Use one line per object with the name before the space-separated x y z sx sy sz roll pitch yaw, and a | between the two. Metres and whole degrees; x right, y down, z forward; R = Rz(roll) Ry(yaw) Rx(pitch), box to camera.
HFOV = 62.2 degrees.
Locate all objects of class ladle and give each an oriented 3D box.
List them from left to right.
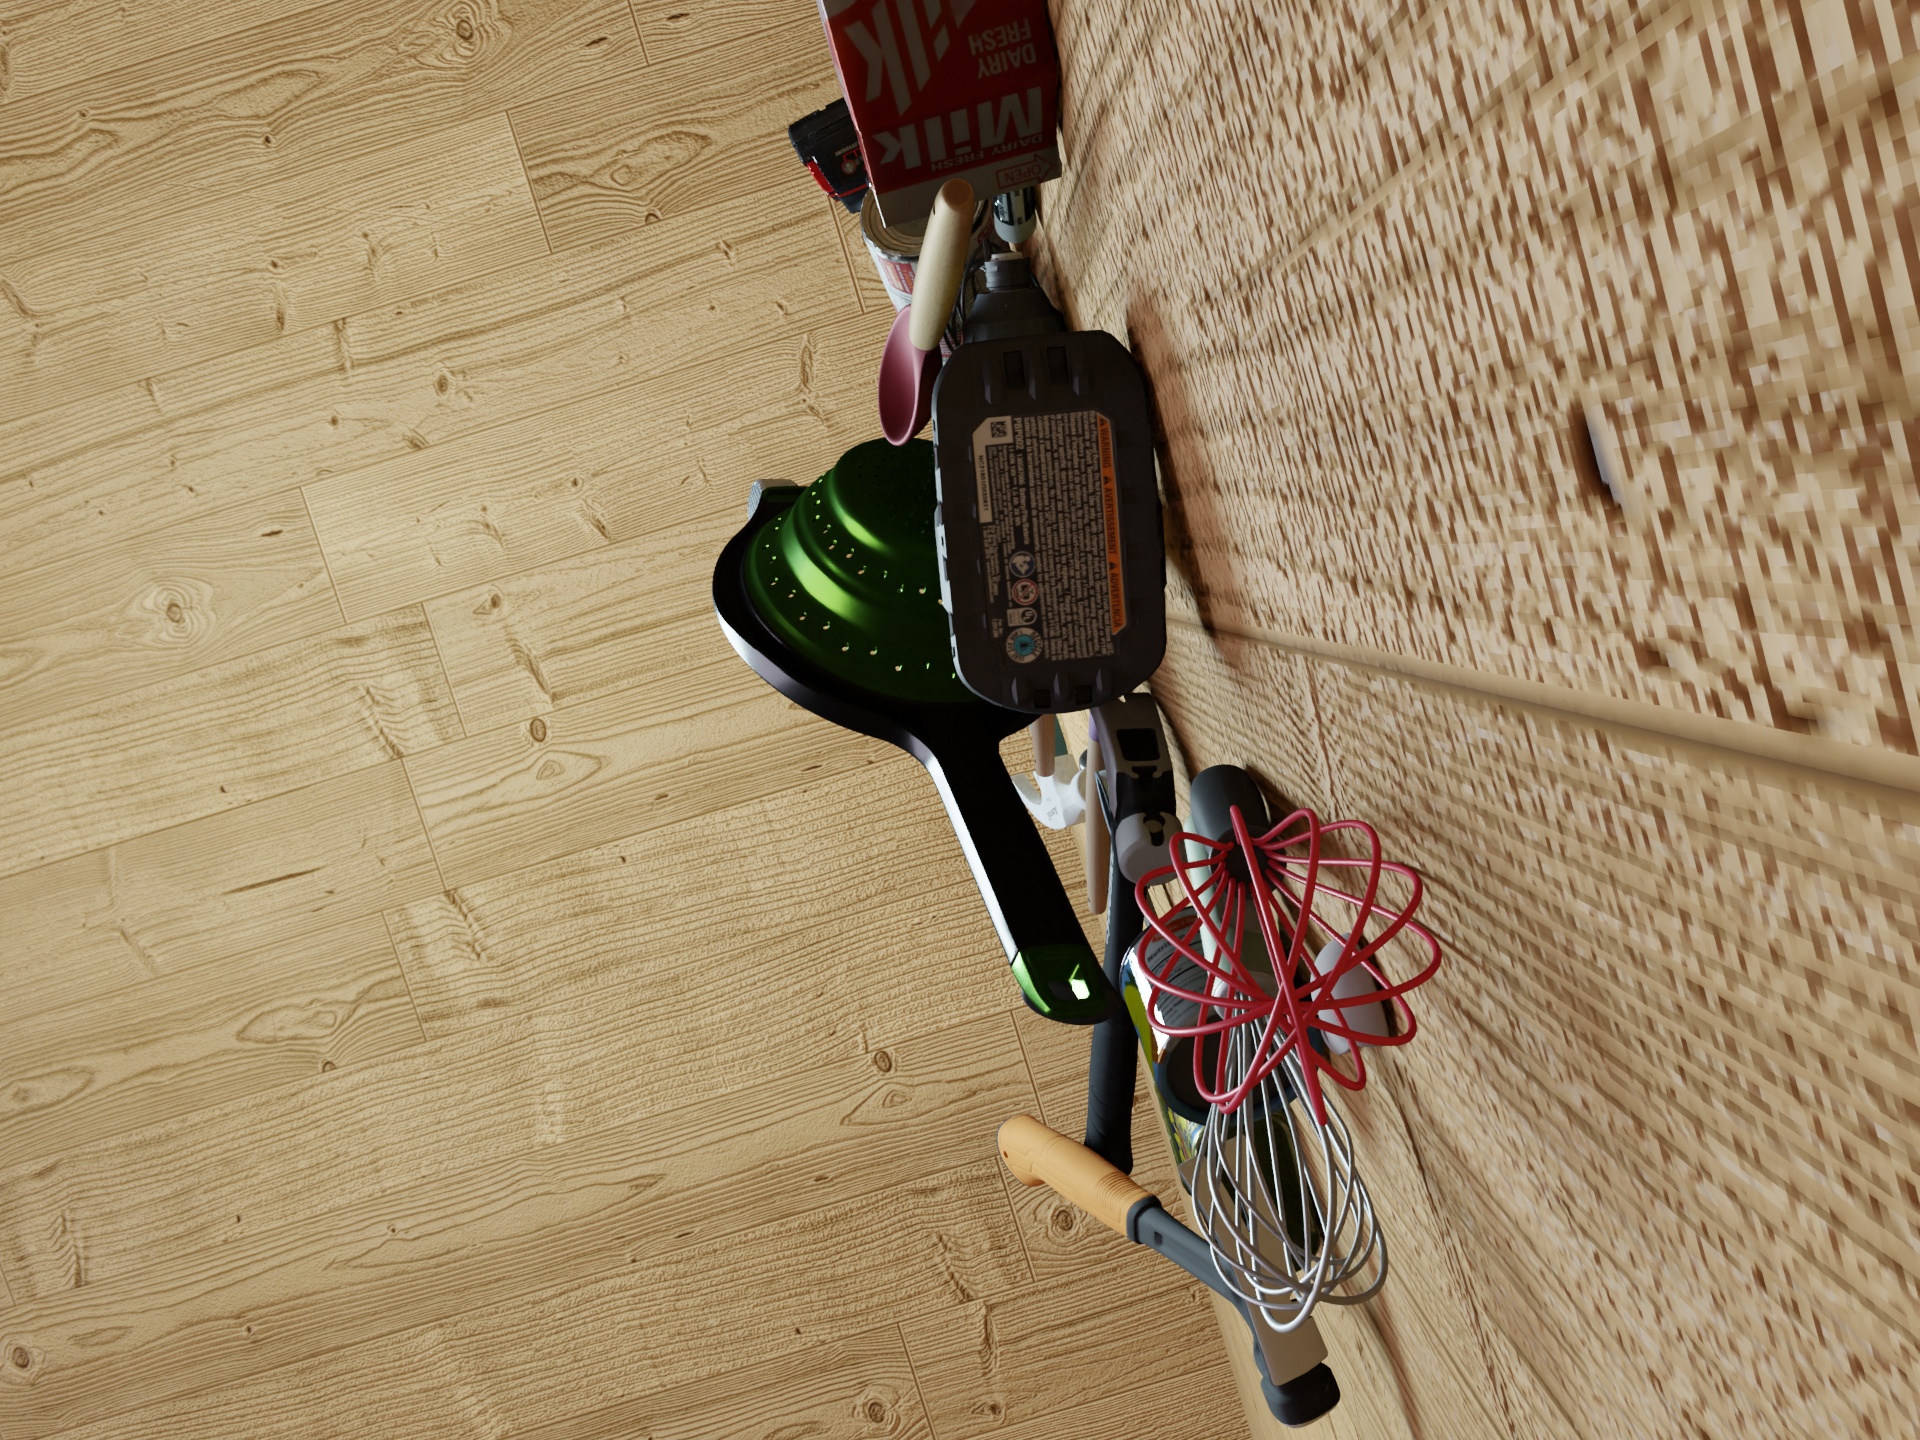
ladle | -0.014 -0.172 0.674 0.315 0.031 0.069 179 92 -85

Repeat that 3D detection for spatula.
spatula | 0.088 0.024 1.016 0.315 0.018 0.060 85 173 -46

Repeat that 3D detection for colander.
colander | 0.000 -0.031 0.810 0.398 0.204 0.094 -114 34 -41

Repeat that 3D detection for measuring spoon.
measuring spoon | 0.118 0.095 0.509 0.124 0.018 0.034 68 -175 -70

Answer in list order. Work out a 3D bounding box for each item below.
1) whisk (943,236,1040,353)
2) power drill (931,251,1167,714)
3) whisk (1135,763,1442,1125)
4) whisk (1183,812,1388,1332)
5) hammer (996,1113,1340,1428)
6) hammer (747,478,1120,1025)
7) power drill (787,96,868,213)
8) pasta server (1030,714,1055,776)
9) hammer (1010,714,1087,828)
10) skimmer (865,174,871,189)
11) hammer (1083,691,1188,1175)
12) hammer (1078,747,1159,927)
whisk | 0.037 -0.156 0.839 0.238 0.055 0.055 64 -172 -55
power drill | 0.029 -0.103 0.657 0.223 0.080 0.171 -93 -3 -73
whisk | 0.085 0.044 0.462 0.296 0.073 0.073 -45 -62 -81
whisk | 0.098 0.098 0.533 0.247 0.058 0.059 -87 12 -61
hammer | 0.084 0.251 0.841 0.127 0.034 0.337 69 163 -4
hammer | -0.001 -0.003 0.880 0.409 0.149 0.036 -114 33 -41
power drill | -0.039 -0.329 1.134 0.188 0.080 0.226 -61 -53 -81
pasta server | 0.039 -0.088 1.003 0.060 0.040 0.316 -100 3 -52
hammer | 0.038 -0.079 1.170 0.128 0.033 0.331 128 128 -68
skimmer | -0.090 -0.348 0.863 0.127 0.090 0.363 -69 -36 -52
hammer | 0.087 0.136 0.870 0.146 0.035 0.334 -94 2 -51
hammer | 0.143 0.174 1.078 0.359 0.036 0.149 -105 -2 -54
